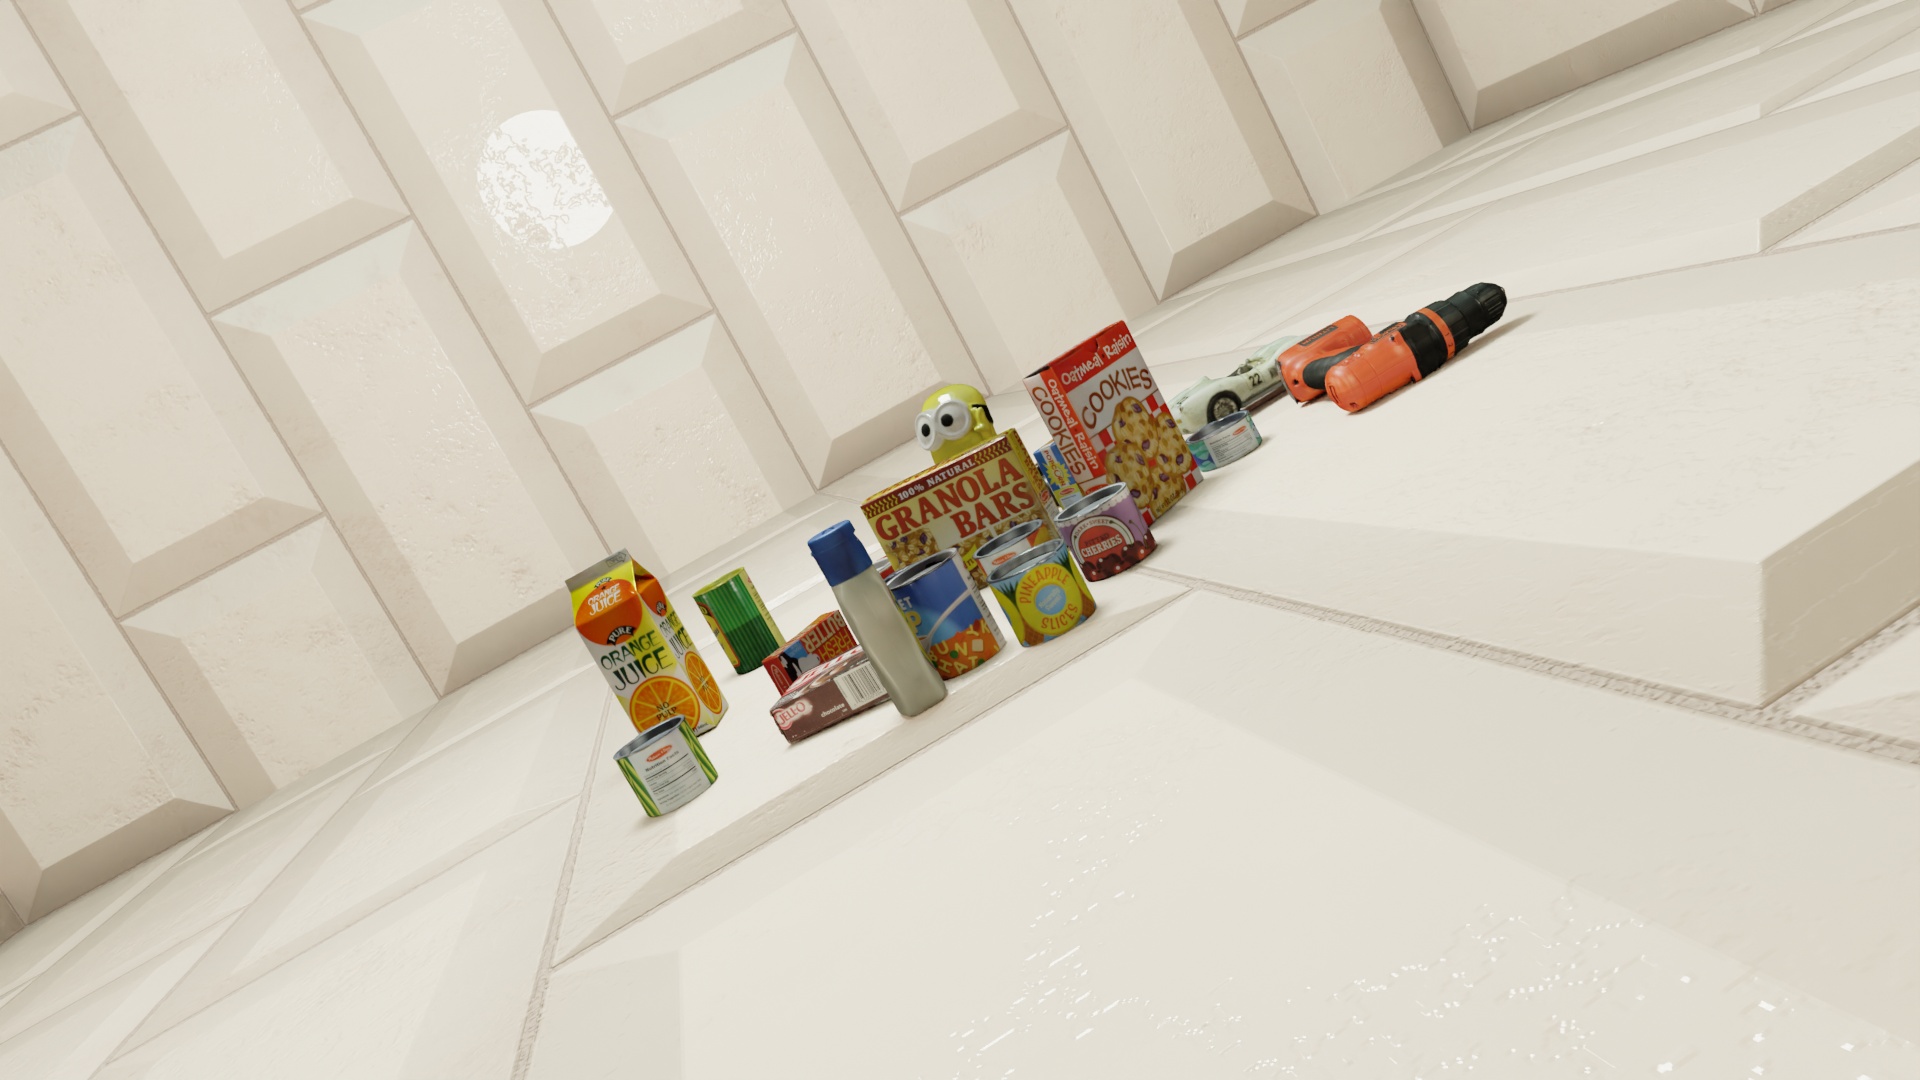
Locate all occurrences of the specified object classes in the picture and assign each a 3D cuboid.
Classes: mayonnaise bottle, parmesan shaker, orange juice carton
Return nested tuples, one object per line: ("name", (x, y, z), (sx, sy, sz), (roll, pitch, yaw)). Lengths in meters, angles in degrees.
("mayonnaise bottle", (-0.062, 0.057, 1.025), (0.041, 0.148, 0.065), (-29, 8, -5))
("parmesan shaker", (-0.245, 0.090, 1.543), (0.071, 0.103, 0.071), (-28, 8, 5))
("orange juice carton", (-0.309, 0.106, 1.355), (0.072, 0.192, 0.073), (-27, 8, 6))

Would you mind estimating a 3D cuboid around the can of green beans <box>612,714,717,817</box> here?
("can of green beans", (-0.241, 0.185, 1.137), (0.071, 0.057, 0.071), (-28, 9, 5))

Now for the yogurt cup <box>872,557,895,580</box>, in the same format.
("yogurt cup", (-0.084, 0.055, 1.414), (0.072, 0.054, 0.072), (-28, 9, 5))

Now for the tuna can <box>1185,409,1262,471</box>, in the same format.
("tuna can", (0.249, -0.094, 1.316), (0.071, 0.033, 0.071), (-27, 9, 5))

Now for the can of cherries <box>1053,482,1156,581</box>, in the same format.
("can of cherries", (0.117, -0.006, 1.129), (0.071, 0.058, 0.071), (-28, 9, 5))

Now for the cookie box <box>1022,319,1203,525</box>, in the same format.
("cookie box", (0.139, -0.099, 1.237), (0.040, 0.167, 0.123), (-20, 12, 46))

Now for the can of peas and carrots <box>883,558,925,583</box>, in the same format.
("can of peas and carrots", (-0.041, 0.056, 1.255), (0.071, 0.058, 0.071), (-28, 9, 5))

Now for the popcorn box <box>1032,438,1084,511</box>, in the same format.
("popcorn box", (0.136, -0.081, 1.412), (0.038, 0.085, 0.127), (-21, 11, 42))

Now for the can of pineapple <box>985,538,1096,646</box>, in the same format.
("can of pineapple", (0.061, 0.039, 1.042), (0.071, 0.058, 0.071), (-28, 9, 5))

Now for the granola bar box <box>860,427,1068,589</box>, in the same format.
("granola bar box", (0.005, -0.017, 1.320), (0.165, 0.124, 0.039), (-25, 9, 20))

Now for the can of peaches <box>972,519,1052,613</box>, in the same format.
("can of peaches", (0.053, 0.022, 1.165), (0.071, 0.058, 0.071), (-28, 9, 5))

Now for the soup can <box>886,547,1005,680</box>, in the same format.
("soup can", (-0.015, 0.059, 1.079), (0.071, 0.083, 0.071), (-28, 8, 5))

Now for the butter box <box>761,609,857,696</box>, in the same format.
("butter box", (-0.133, 0.108, 1.265), (0.024, 0.053, 0.104), (-23, 10, 34))
